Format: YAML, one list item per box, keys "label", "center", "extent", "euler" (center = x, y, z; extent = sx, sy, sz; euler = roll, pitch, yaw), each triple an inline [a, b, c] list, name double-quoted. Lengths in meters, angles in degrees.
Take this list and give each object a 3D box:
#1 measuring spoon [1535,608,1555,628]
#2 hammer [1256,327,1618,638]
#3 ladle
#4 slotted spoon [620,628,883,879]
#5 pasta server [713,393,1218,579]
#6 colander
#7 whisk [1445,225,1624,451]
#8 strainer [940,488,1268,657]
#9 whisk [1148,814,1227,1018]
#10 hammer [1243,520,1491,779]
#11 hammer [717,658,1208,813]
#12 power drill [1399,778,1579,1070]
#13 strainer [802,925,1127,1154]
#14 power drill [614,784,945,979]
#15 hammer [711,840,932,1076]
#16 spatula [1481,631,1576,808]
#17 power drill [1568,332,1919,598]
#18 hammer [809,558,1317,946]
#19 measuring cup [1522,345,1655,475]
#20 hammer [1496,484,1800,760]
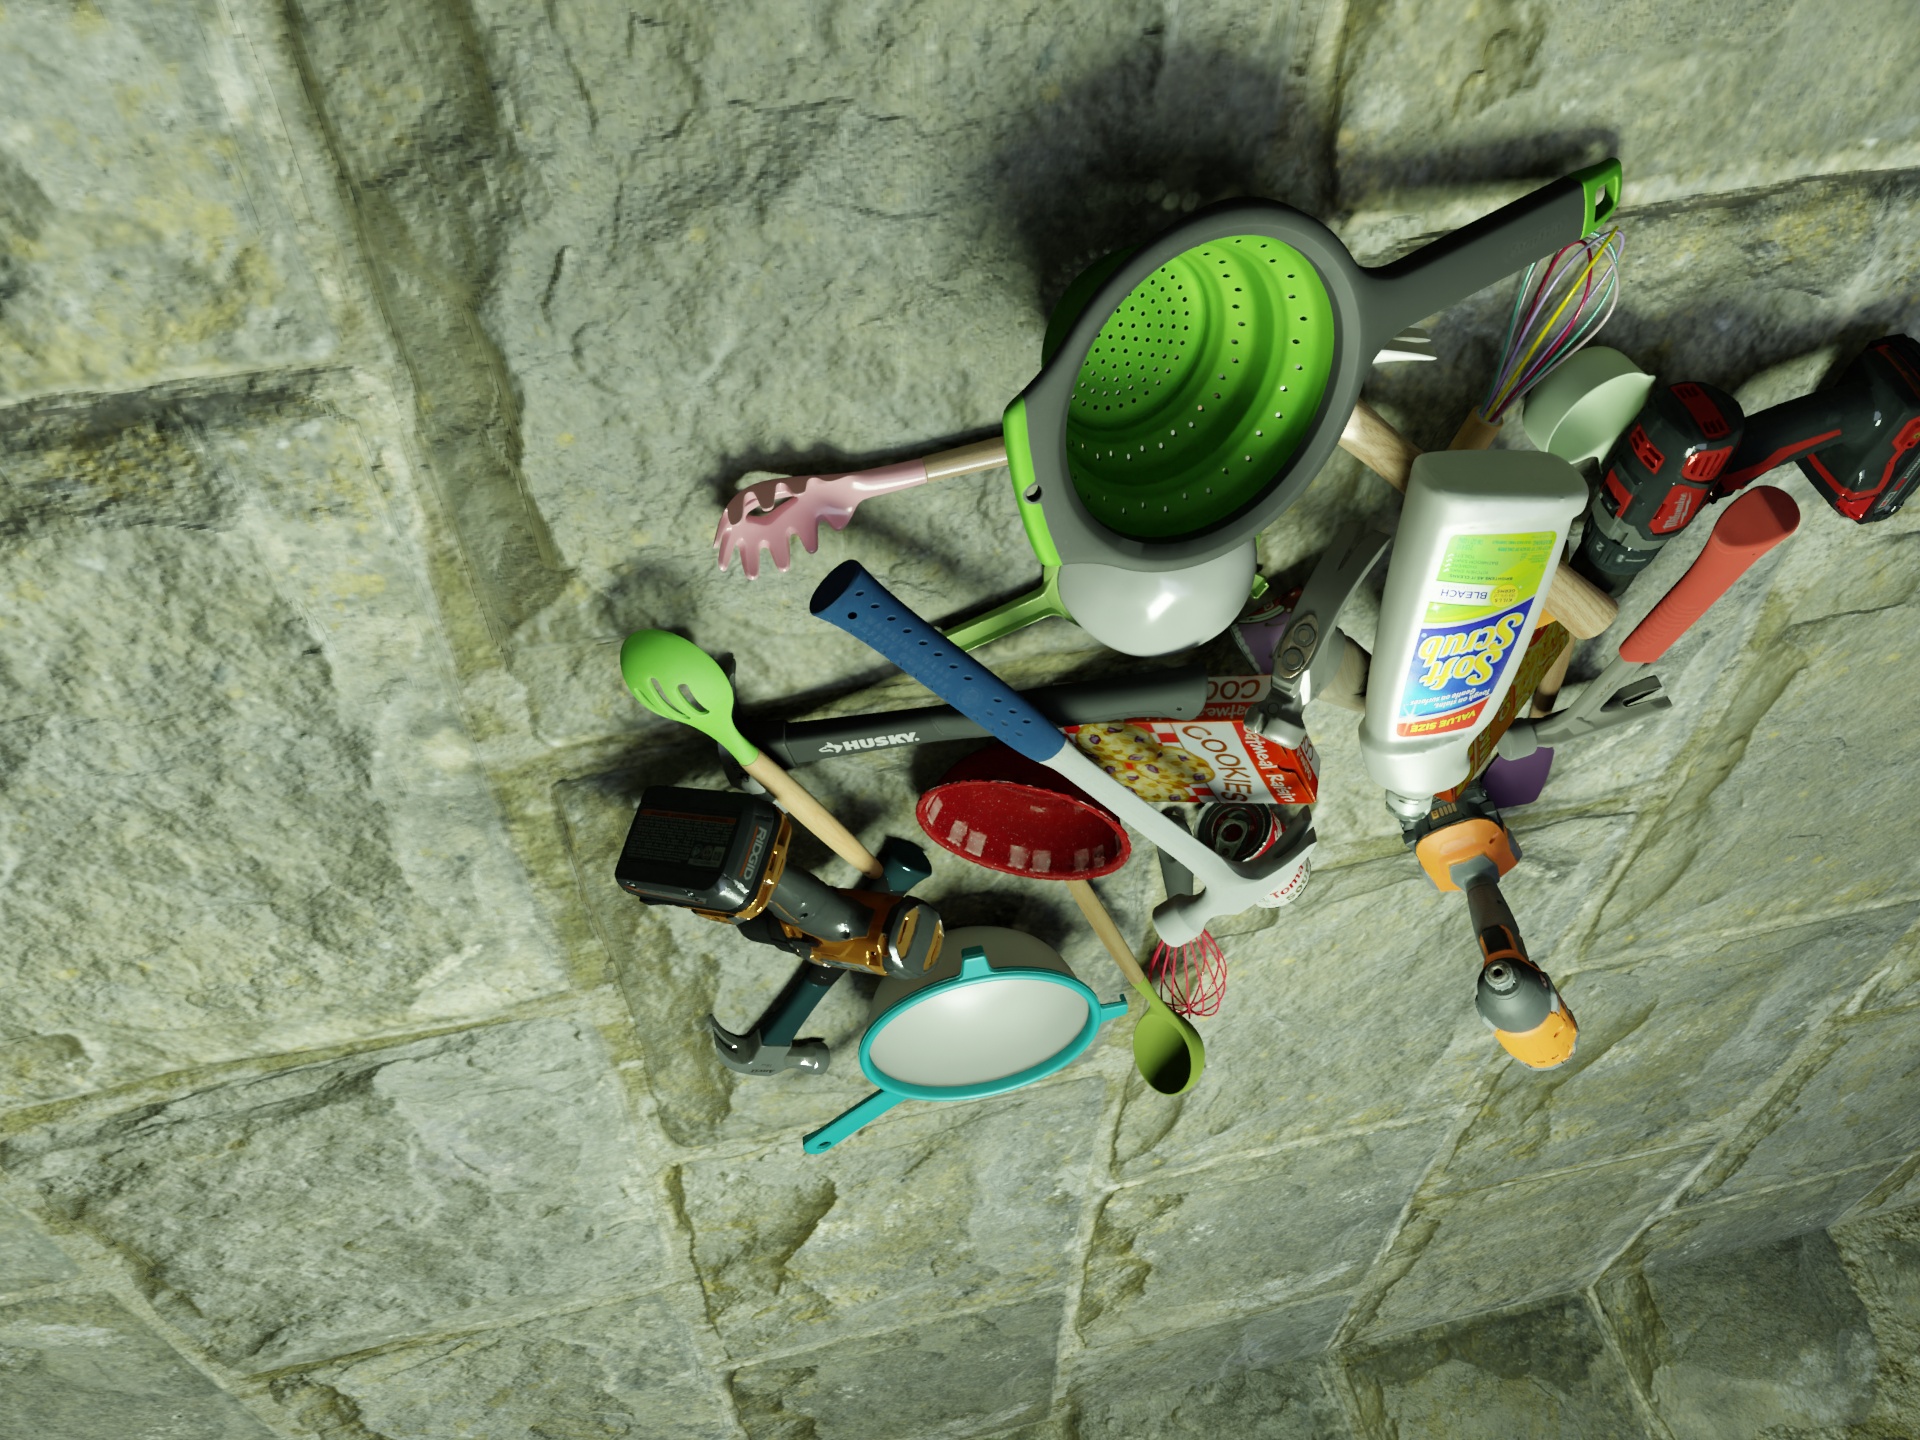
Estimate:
- label: "measuring spoon"
  center: [0.416, -0.074, 1.118]
  extent: [0.117, 0.011, 0.021]
  euler: [-22, 129, -44]
- label: "hammer"
  center: [0.314, -0.140, 1.012]
  extent: [0.331, 0.031, 0.130]
  euler: [29, 128, -29]
- label: "ladle"
  center: [0.136, 0.216, 1.381]
  extent: [0.062, 0.078, 0.319]
  euler: [-46, 127, -18]
- label: "slotted spoon"
  center: [-0.127, 0.036, 1.063]
  extent: [0.070, 0.031, 0.313]
  euler: [-6, 147, 25]
- label: "pasta server"
  center: [0.007, -0.148, 0.938]
  extent: [0.316, 0.040, 0.060]
  euler: [-15, 149, -5]
- label: "colander"
  center: [0.181, -0.228, 0.874]
  extent: [0.397, 0.095, 0.204]
  euler: [-28, 134, -11]
- label: "whisk"
  center: [0.337, -0.205, 0.990]
  extent: [0.051, 0.047, 0.244]
  euler: [13, 141, -8]
- label: "strainer"
  center: [0.086, -0.069, 1.040]
  extent: [0.256, 0.069, 0.151]
  euler: [-23, 142, 5]
- label: "whisk"
  center: [0.197, 0.178, 1.406]
  extent: [0.073, 0.073, 0.295]
  euler: [-15, 137, -2]
- label: "hammer"
  center: [0.323, -0.021, 1.151]
  extent: [0.410, 0.038, 0.146]
  euler: [18, 98, -56]
- label: "hammer"
  center: [-0.002, -0.003, 1.066]
  extent: [0.335, 0.035, 0.146]
  euler: [-8, 143, 9]
- label: "power drill"
  center: [0.444, 0.166, 1.336]
  extent: [0.084, 0.227, 0.164]
  euler: [-24, 143, 19]
- label: "strainer"
  center: [-0.033, 0.275, 1.411]
  extent: [0.210, 0.095, 0.340]
  euler: [24, 129, -38]
- label: "power drill"
  center: [-0.143, 0.122, 1.148]
  extent: [0.185, 0.084, 0.226]
  euler: [2, 157, 39]
- label: "hammer"
  center: [-0.111, 0.209, 1.347]
  extent: [0.128, 0.033, 0.331]
  euler: [8, 136, -30]
- label: "spatula"
  center: [0.474, -0.015, 1.299]
  extent: [0.060, 0.018, 0.315]
  euler: [-9, 143, 0]
- label: "power drill"
  center: [0.525, -0.160, 1.066]
  extent: [0.226, 0.080, 0.187]
  euler: [-14, 149, -12]
- label: "hammer"
  center: [0.071, 0.020, 1.034]
  extent: [0.144, 0.035, 0.405]
  euler: [-36, 125, 28]
- label: "measuring cup"
  center: [0.415, -0.192, 1.046]
  extent: [0.083, 0.038, 0.167]
  euler: [-39, 151, 16]
- label: "hammer"
  center: [0.501, -0.064, 1.126]
  extent: [0.149, 0.037, 0.358]
  euler: [-18, 159, -7]
